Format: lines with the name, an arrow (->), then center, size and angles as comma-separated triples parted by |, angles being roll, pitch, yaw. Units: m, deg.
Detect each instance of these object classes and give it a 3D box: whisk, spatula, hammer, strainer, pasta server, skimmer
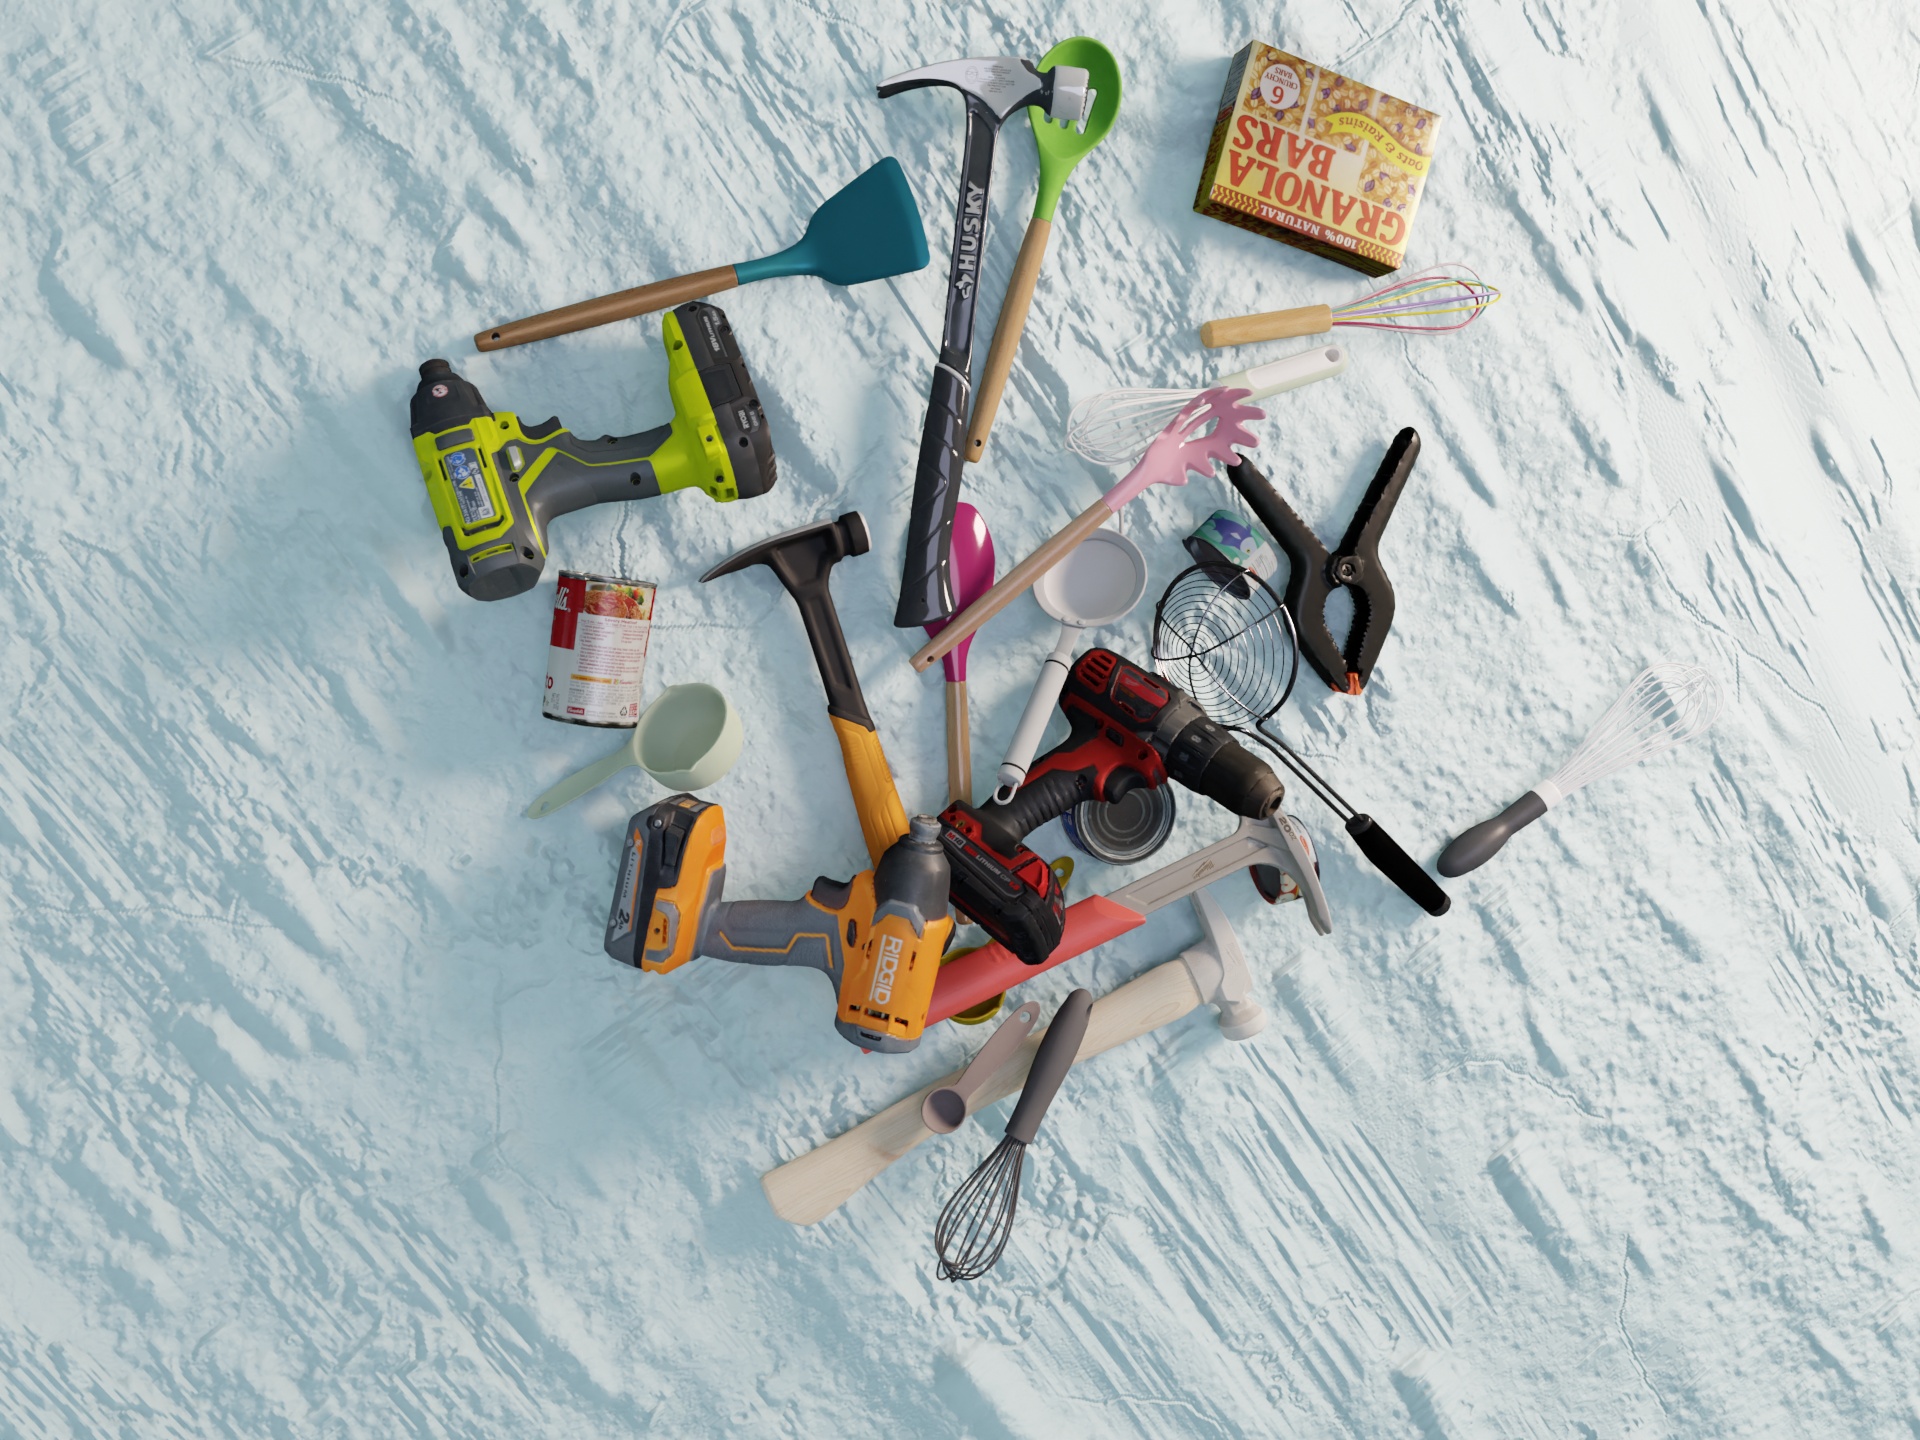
whisk -> 0.188, -0.245, 1.205 | 0.246, 0.059, 0.058 | -20, 73, -16
spatula -> -0.182, -0.307, 1.104 | 0.317, 0.044, 0.082 | -19, 92, -10
hammer -> -0.008, -0.268, 1.143 | 0.149, 0.036, 0.409 | 8, 95, 0
strainer -> 0.073, -0.047, 1.161 | 0.087, 0.050, 0.259 | 14, 62, 18
hammer -> -0.080, 0.024, 1.169 | 0.127, 0.034, 0.336 | -20, 100, -12
whisk -> 0.041, 0.309, 1.188 | 0.055, 0.055, 0.239 | 28, 83, -15
hammer -> 0.089, 0.163, 1.175 | 0.359, 0.036, 0.149 | -25, 80, -7
hammer -> 0.034, 0.261, 1.223 | 0.410, 0.038, 0.146 | -26, 100, -10
whisk -> 0.303, -0.315, 1.233 | 0.245, 0.051, 0.047 | -10, 64, -9
pasta server -> 0.089, -0.137, 1.166 | 0.316, 0.040, 0.060 | -40, 121, -1
skimmer -> 0.283, 0.023, 1.247 | 0.363, 0.127, 0.090 | 41, 52, -26
whisk -> 0.510, 0.044, 1.313 | 0.284, 0.070, 0.070 | -36, 103, -4

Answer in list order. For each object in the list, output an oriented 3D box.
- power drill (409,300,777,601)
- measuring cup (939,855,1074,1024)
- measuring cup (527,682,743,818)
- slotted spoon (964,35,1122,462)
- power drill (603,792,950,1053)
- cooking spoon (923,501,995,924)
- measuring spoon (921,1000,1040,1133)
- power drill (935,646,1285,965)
power drill -> -0.250, -0.193, 1.069 | 0.223, 0.080, 0.171 | -19, 74, -10
measuring cup -> 0.038, 0.168, 1.219 | 0.062, 0.029, 0.156 | 35, 70, 19
measuring cup -> -0.228, 0.036, 1.128 | 0.167, 0.083, 0.038 | -28, 139, 8
slotted spoon -> 0.050, -0.342, 1.169 | 0.070, 0.031, 0.314 | 15, 94, -15
power drill -> -0.118, 0.122, 1.101 | 0.226, 0.084, 0.164 | 15, 100, 8
cooking spoon -> -0.002, -0.004, 1.194 | 0.068, 0.017, 0.319 | -4, 96, -14
measuring spoon -> 0.016, 0.258, 1.196 | 0.034, 0.018, 0.124 | 45, 77, -6
power drill -> 0.100, 0.066, 1.140 | 0.227, 0.188, 0.080 | -45, 148, -15
